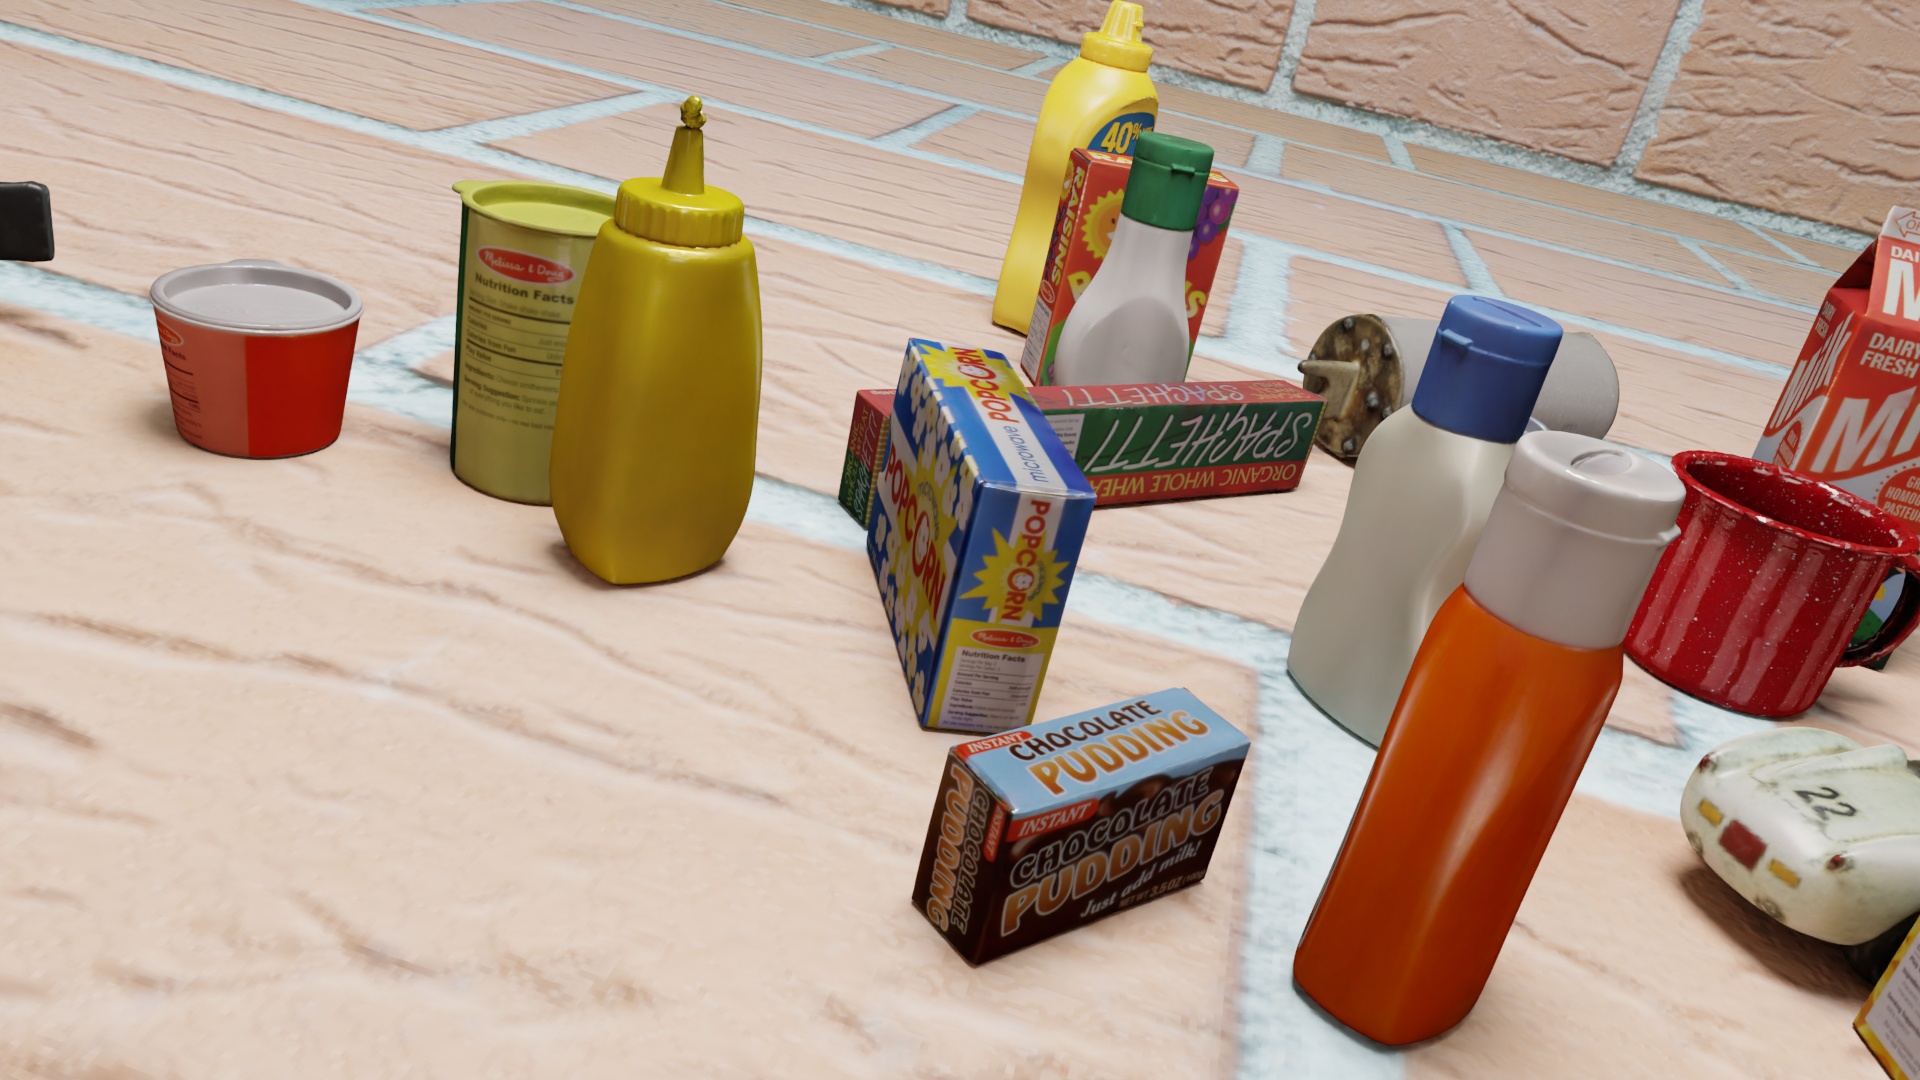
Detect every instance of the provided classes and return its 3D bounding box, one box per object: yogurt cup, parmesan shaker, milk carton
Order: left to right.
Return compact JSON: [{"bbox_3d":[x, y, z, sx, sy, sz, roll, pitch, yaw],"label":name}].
[{"bbox_3d":[-0.253,-0.065,0.503,0.072,0.053,0.073,11,25,-5],"label":"yogurt cup"},{"bbox_3d":[-0.154,-0.074,0.511,0.071,0.102,0.071,11,25,-5],"label":"parmesan shaker"},{"bbox_3d":[0.411,-0.048,0.623,0.072,0.189,0.074,19,25,13],"label":"milk carton"}]

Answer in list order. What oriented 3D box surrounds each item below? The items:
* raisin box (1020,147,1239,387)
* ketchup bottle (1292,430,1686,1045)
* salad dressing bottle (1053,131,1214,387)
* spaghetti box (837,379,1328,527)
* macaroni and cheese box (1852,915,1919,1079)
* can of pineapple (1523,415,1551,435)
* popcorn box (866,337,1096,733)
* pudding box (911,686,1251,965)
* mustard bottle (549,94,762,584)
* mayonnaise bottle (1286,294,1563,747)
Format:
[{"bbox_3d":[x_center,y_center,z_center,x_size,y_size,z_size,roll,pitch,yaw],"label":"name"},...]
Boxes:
[{"bbox_3d":[0.089,-0.140,0.743,0.086,0.122,0.040,6,25,-14],"label":"raisin box"},{"bbox_3d":[0.127,0.048,0.334,0.043,0.148,0.065,30,30,33],"label":"ketchup bottle"},{"bbox_3d":[0.086,-0.119,0.669,0.064,0.147,0.044,7,25,-12],"label":"salad dressing bottle"},{"bbox_3d":[0.063,-0.041,0.610,0.251,0.050,0.029,-6,30,-35],"label":"spaghetti box"},{"bbox_3d":[0.323,0.081,0.338,0.124,0.165,0.040,11,24,-4],"label":"macaroni and cheese box"},{"bbox_3d":[0.245,-0.036,0.677,0.071,0.057,0.071,11,25,-5],"label":"can of pineapple"},{"bbox_3d":[0.002,-0.006,0.464,0.038,0.084,0.127,6,26,-15],"label":"popcorn box"},{"bbox_3d":[0.032,0.071,0.358,0.084,0.049,0.030,-8,32,-37],"label":"pudding box"},{"bbox_3d":[-0.095,-0.065,0.453,0.065,0.159,0.049,-13,35,-44],"label":"mustard bottle"},{"bbox_3d":[0.156,-0.006,0.464,0.041,0.147,0.065,-2,28,-29],"label":"mayonnaise bottle"}]
